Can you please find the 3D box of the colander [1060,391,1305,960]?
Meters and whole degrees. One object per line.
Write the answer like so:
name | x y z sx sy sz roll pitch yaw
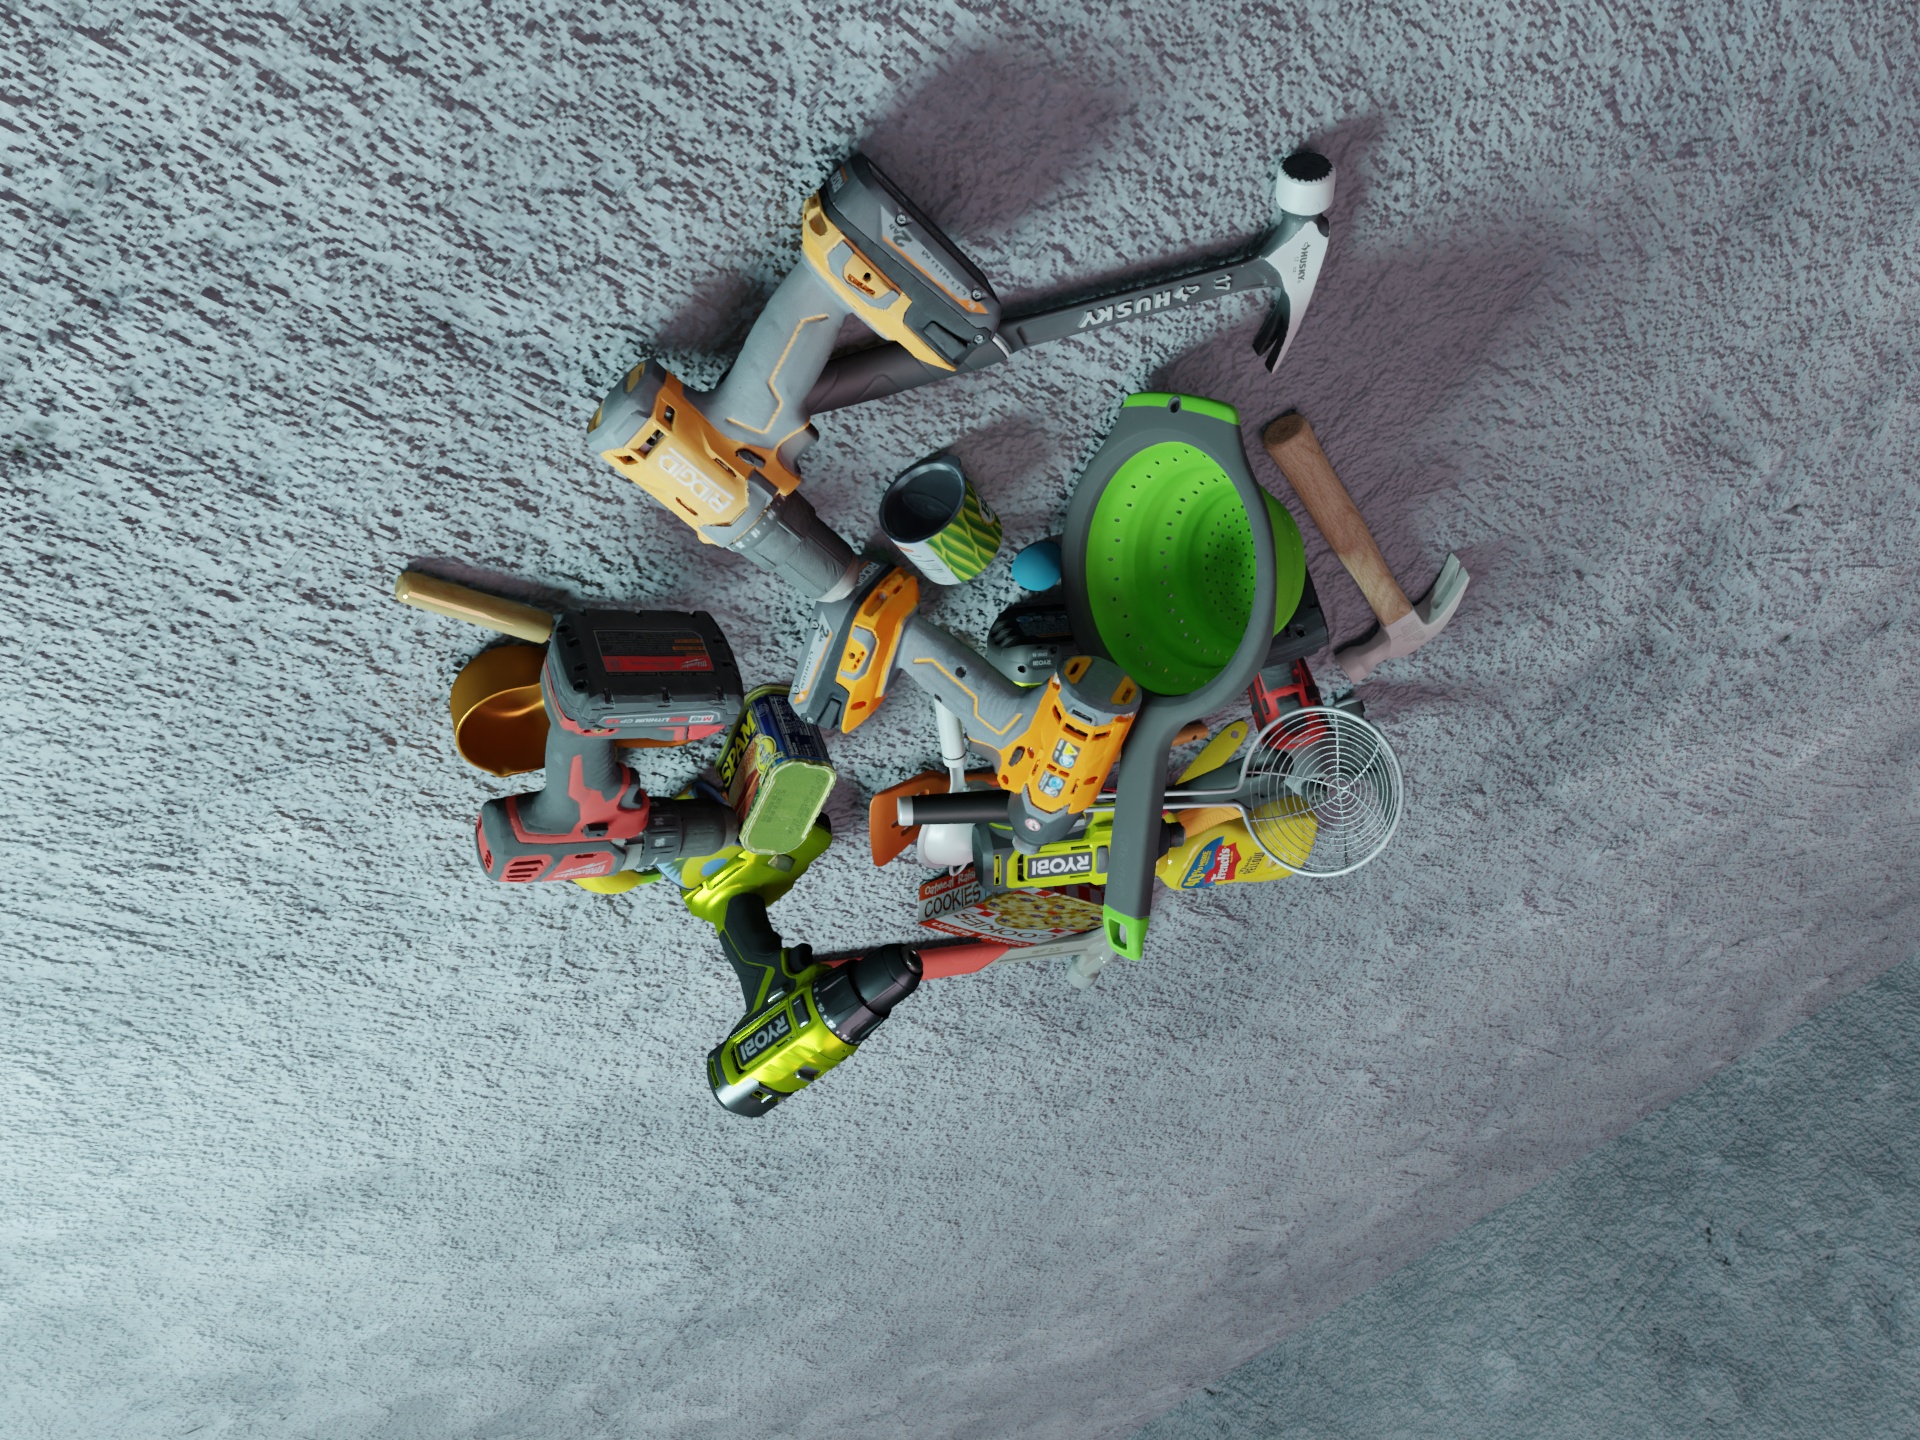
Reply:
colander | 0.161 -0.026 1.112 0.094 0.205 0.397 -6 108 -36

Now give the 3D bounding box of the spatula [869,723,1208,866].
spatula | 0.070 0.049 1.364 0.322 0.041 0.081 -13 130 -15

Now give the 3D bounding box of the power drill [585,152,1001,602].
power drill | -0.078 -0.186 0.926 0.226 0.084 0.185 -42 118 16

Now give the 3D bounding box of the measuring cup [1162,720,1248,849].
measuring cup | 0.203 0.059 1.426 0.156 0.062 0.029 -48 177 5

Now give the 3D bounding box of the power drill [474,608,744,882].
power drill | -0.217 0.029 1.084 0.187 0.080 0.226 -1 141 -32

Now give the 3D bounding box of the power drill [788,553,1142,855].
power drill | -0.002 -0.004 1.118 0.226 0.084 0.164 27 127 8

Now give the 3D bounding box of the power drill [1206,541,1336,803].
power drill | 0.257 -0.036 1.276 0.078 0.143 0.219 -16 142 10

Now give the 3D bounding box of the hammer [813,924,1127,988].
hammer | 0.000 0.228 1.548 0.359 0.037 0.149 -3 138 -25

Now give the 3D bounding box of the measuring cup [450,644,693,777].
measuring cup | -0.270 -0.008 1.112 0.173 0.052 0.095 4 135 -36

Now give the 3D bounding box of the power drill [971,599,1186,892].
power drill | 0.096 0.025 1.242 0.171 0.080 0.223 -5 116 -10

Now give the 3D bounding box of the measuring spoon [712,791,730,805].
measuring spoon | -0.162 0.048 1.269 0.117 0.011 0.021 -27 125 0

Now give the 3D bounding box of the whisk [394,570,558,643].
whisk | -0.257 -0.056 1.068 0.244 0.047 0.051 18 128 -37

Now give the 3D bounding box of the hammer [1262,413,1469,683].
hammer | 0.317 -0.142 1.272 0.130 0.031 0.331 -33 141 13

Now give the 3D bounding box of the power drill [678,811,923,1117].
power drill | -0.132 0.171 1.249 0.190 0.229 0.080 -37 141 18

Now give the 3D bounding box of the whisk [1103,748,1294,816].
whisk | 0.164 0.071 1.339 0.073 0.073 0.296 11 158 -36

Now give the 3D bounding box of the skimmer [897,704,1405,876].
skimmer | 0.137 0.057 1.171 0.363 0.127 0.090 -2 176 -5

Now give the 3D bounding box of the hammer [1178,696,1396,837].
hammer | 0.228 0.092 1.458 0.337 0.127 0.034 -19 180 3

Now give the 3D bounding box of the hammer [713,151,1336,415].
hammer | 0.040 -0.242 1.005 0.409 0.036 0.149 -17 143 -8

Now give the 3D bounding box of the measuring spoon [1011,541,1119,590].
measuring spoon | 0.097 -0.106 1.206 0.128 0.021 0.042 7 133 -32

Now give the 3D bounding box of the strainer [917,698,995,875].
strainer | -0.004 0.037 1.276 0.087 0.050 0.258 -30 131 -28
